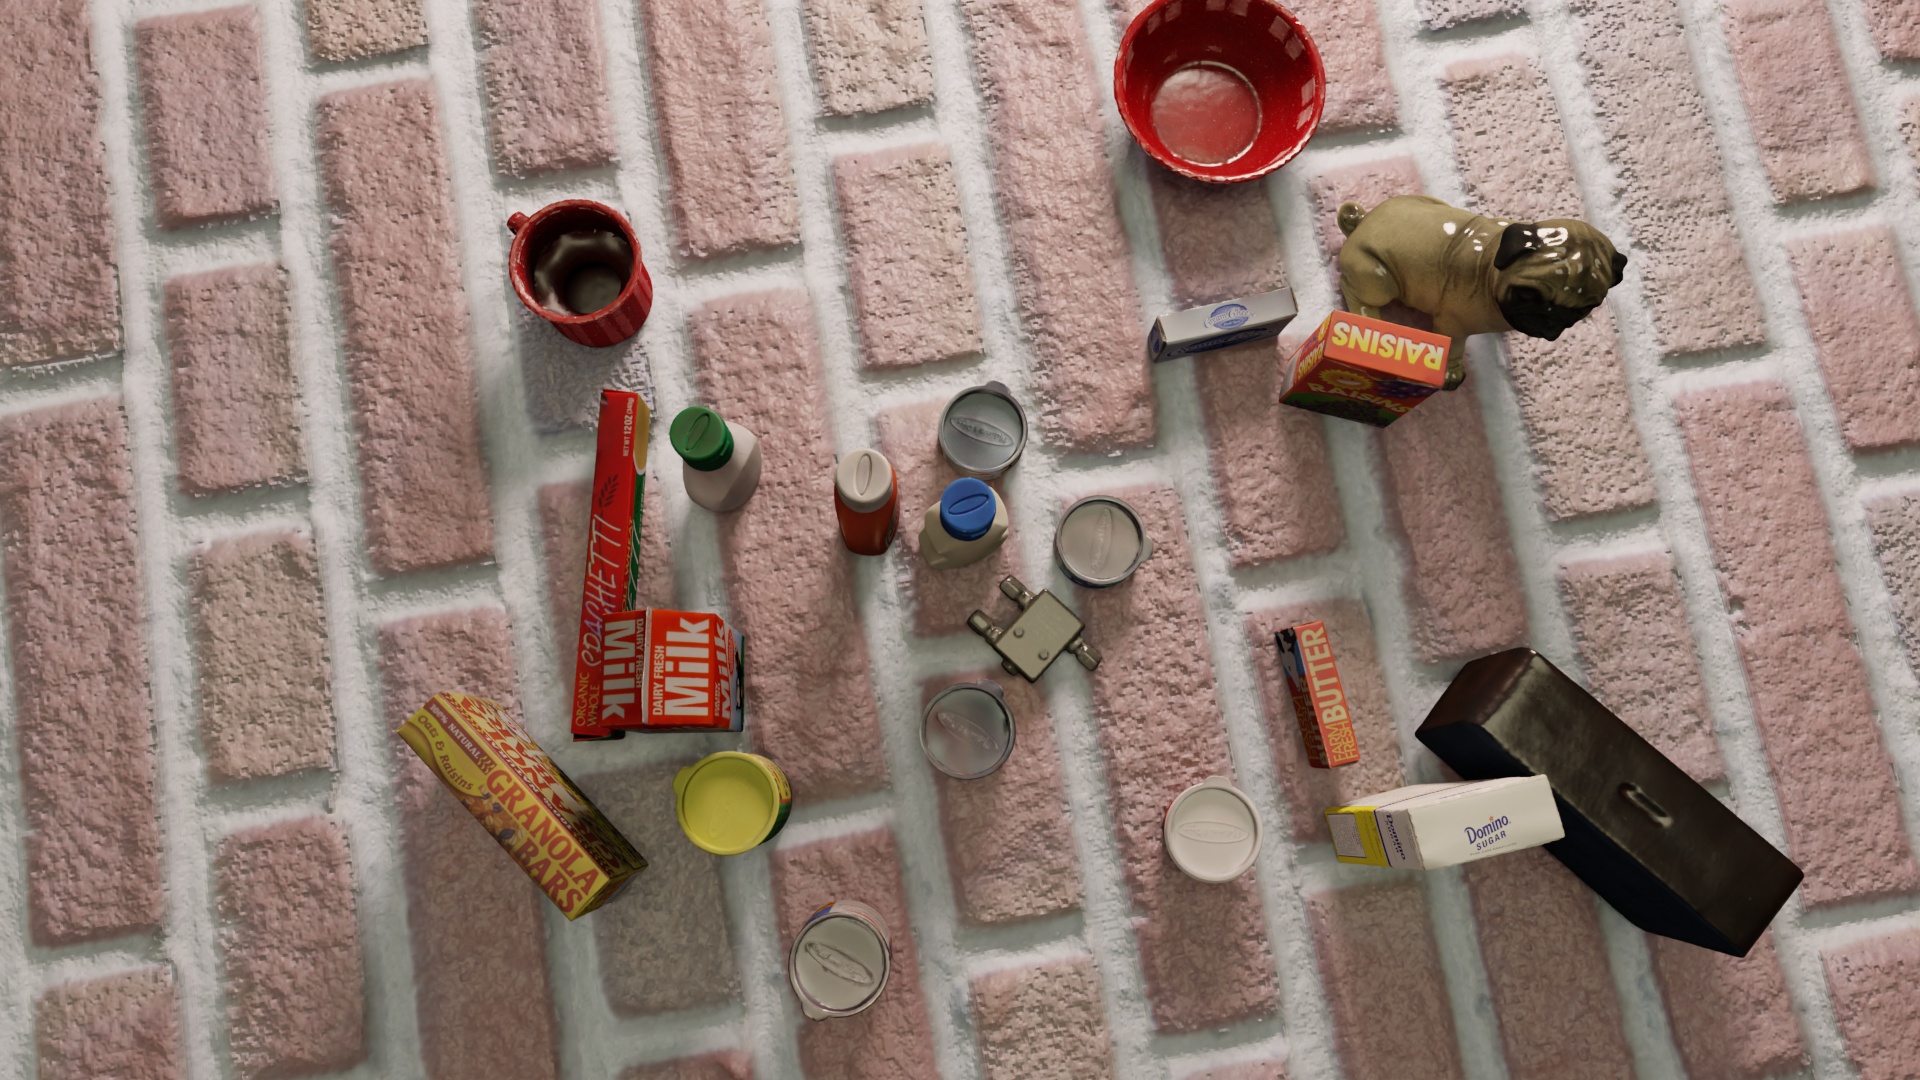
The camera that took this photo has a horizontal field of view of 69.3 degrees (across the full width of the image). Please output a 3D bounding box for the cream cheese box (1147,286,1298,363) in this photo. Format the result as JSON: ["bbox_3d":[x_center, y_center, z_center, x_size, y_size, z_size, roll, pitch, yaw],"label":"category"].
[{"bbox_3d":[0.194,-0.160,1.036,0.104,0.053,0.024,-13,82,-4],"label":"cream cheese box"}]

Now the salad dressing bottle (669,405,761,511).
[{"bbox_3d":[-0.170,-0.058,0.960,0.044,0.147,0.064,28,81,3],"label":"salad dressing bottle"}]

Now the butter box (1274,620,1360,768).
[{"bbox_3d":[0.254,0.110,0.992,0.024,0.053,0.103,-13,81,-4],"label":"butter box"}]

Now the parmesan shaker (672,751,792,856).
[{"bbox_3d":[-0.153,0.175,0.943,0.071,0.103,0.071,0,81,-2],"label":"parmesan shaker"}]

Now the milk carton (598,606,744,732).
[{"bbox_3d":[-0.189,0.089,0.913,0.073,0.190,0.072,-1,81,-2],"label":"milk carton"}]

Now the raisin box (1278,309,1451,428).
[{"bbox_3d":[0.287,-0.121,0.997,0.086,0.123,0.040,15,81,1],"label":"raisin box"}]

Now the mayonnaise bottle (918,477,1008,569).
[{"bbox_3d":[0.003,-0.012,0.957,0.065,0.148,0.041,-21,82,-5],"label":"mayonnaise bottle"}]

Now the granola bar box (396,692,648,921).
[{"bbox_3d":[-0.287,0.174,0.929,0.039,0.124,0.165,-44,84,-7],"label":"granola bar box"}]

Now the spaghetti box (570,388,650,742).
[{"bbox_3d":[-0.249,0.019,0.994,0.029,0.050,0.250,2,80,-1],"label":"spaghetti box"}]

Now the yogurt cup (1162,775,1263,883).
[{"bbox_3d":[0.173,0.203,0.974,0.072,0.054,0.072,0,81,-2],"label":"yogurt cup"}]

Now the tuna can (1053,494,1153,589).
[{"bbox_3d":[0.104,0.002,1.016,0.071,0.032,0.071,0,80,-2],"label":"tuna can"}]

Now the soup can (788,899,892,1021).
[{"bbox_3d":[-0.081,0.282,0.937,0.071,0.083,0.071,0,81,-2],"label":"soup can"}]

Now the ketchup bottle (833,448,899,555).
[{"bbox_3d":[-0.065,-0.030,0.958,0.043,0.148,0.065,6,81,-1],"label":"ketchup bottle"}]

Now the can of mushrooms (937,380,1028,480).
[{"bbox_3d":[0.017,-0.081,1.027,0.071,0.033,0.071,0,80,-2],"label":"can of mushrooms"}]

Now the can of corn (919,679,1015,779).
[{"bbox_3d":[0.006,0.132,0.978,0.071,0.058,0.071,0,81,-2],"label":"can of corn"}]
